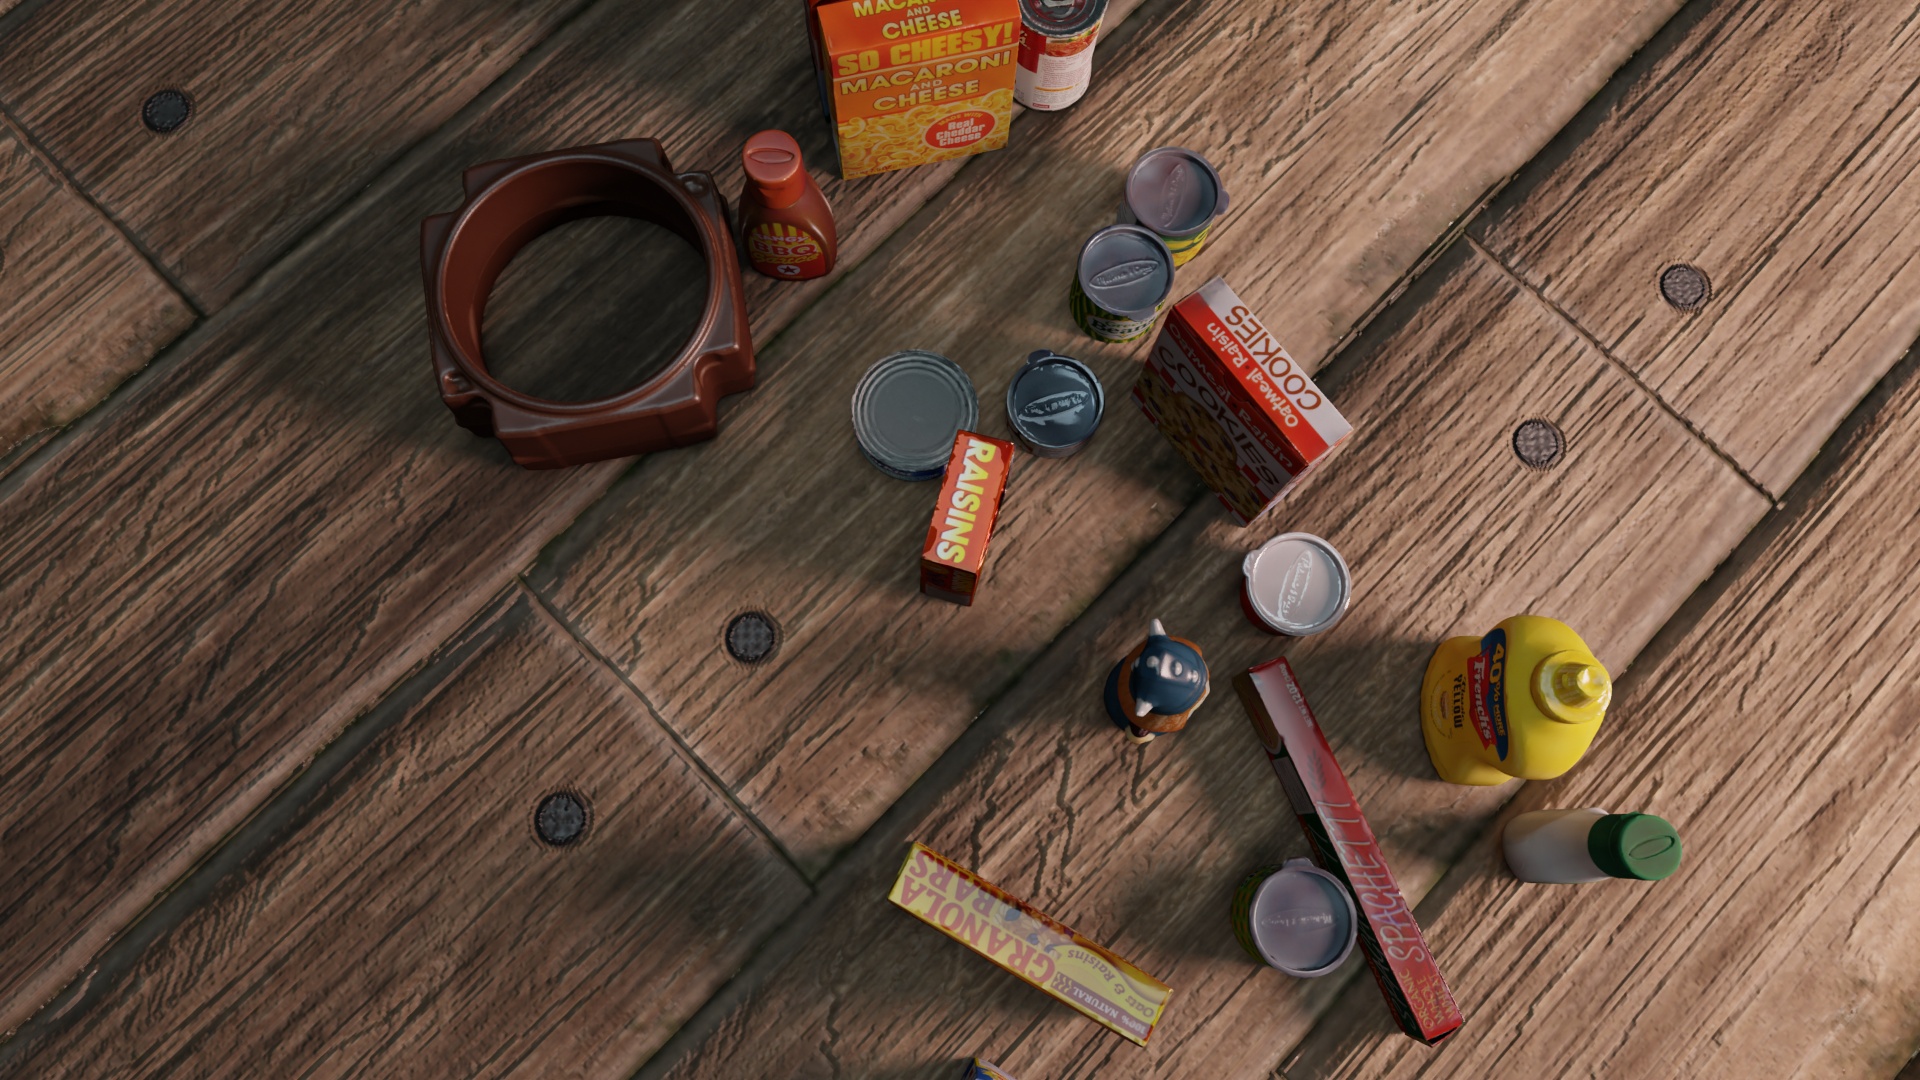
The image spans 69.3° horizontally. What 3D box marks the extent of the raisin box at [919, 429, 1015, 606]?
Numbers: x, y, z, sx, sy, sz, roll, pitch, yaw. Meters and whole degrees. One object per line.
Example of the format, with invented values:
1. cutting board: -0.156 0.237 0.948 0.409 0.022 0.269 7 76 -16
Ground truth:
1. raisin box: 0.003 -0.011 0.882 0.040 0.123 0.086 16 78 2

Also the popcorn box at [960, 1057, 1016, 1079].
1. popcorn box: -0.005 0.374 0.814 0.038 0.085 0.127 28 78 4

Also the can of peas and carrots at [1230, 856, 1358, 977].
1. can of peas and carrots: 0.206 0.233 0.866 0.071 0.058 0.071 0 77 -2

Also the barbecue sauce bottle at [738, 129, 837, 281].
1. barbecue sauce bottle: -0.117 -0.218 0.913 0.065 0.148 0.044 3 78 -1

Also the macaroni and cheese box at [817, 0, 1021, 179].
1. macaroni and cheese box: -0.028 -0.307 0.927 0.124 0.166 0.040 -13 79 -4

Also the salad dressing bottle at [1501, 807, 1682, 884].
1. salad dressing bottle: 0.378 0.184 0.837 0.064 0.147 0.044 -18 79 -5

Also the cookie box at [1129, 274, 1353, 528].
1. cookie box: 0.171 -0.082 0.881 0.040 0.167 0.123 -38 81 -9

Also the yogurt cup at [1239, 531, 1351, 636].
1. yogurt cup: 0.216 0.033 0.914 0.072 0.054 0.072 0 77 -2

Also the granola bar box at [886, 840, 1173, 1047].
1. granola bar box: 0.036 0.236 0.827 0.165 0.124 0.039 29 79 5

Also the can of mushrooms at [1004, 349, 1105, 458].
1. can of mushrooms: 0.063 -0.093 0.949 0.071 0.033 0.071 0 77 -2

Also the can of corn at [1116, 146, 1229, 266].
1. can of corn: 0.147 -0.231 0.970 0.071 0.058 0.071 0 77 -2

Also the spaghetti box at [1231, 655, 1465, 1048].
1. spaghetti box: 0.243 0.193 0.881 0.029 0.050 0.250 -23 79 -6

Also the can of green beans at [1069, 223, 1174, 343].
1. can of green beans: 0.110 -0.176 0.956 0.071 0.057 0.071 0 77 -2

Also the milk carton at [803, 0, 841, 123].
1. milk carton: -0.067 -0.360 0.925 0.073 0.190 0.072 -11 78 -4
